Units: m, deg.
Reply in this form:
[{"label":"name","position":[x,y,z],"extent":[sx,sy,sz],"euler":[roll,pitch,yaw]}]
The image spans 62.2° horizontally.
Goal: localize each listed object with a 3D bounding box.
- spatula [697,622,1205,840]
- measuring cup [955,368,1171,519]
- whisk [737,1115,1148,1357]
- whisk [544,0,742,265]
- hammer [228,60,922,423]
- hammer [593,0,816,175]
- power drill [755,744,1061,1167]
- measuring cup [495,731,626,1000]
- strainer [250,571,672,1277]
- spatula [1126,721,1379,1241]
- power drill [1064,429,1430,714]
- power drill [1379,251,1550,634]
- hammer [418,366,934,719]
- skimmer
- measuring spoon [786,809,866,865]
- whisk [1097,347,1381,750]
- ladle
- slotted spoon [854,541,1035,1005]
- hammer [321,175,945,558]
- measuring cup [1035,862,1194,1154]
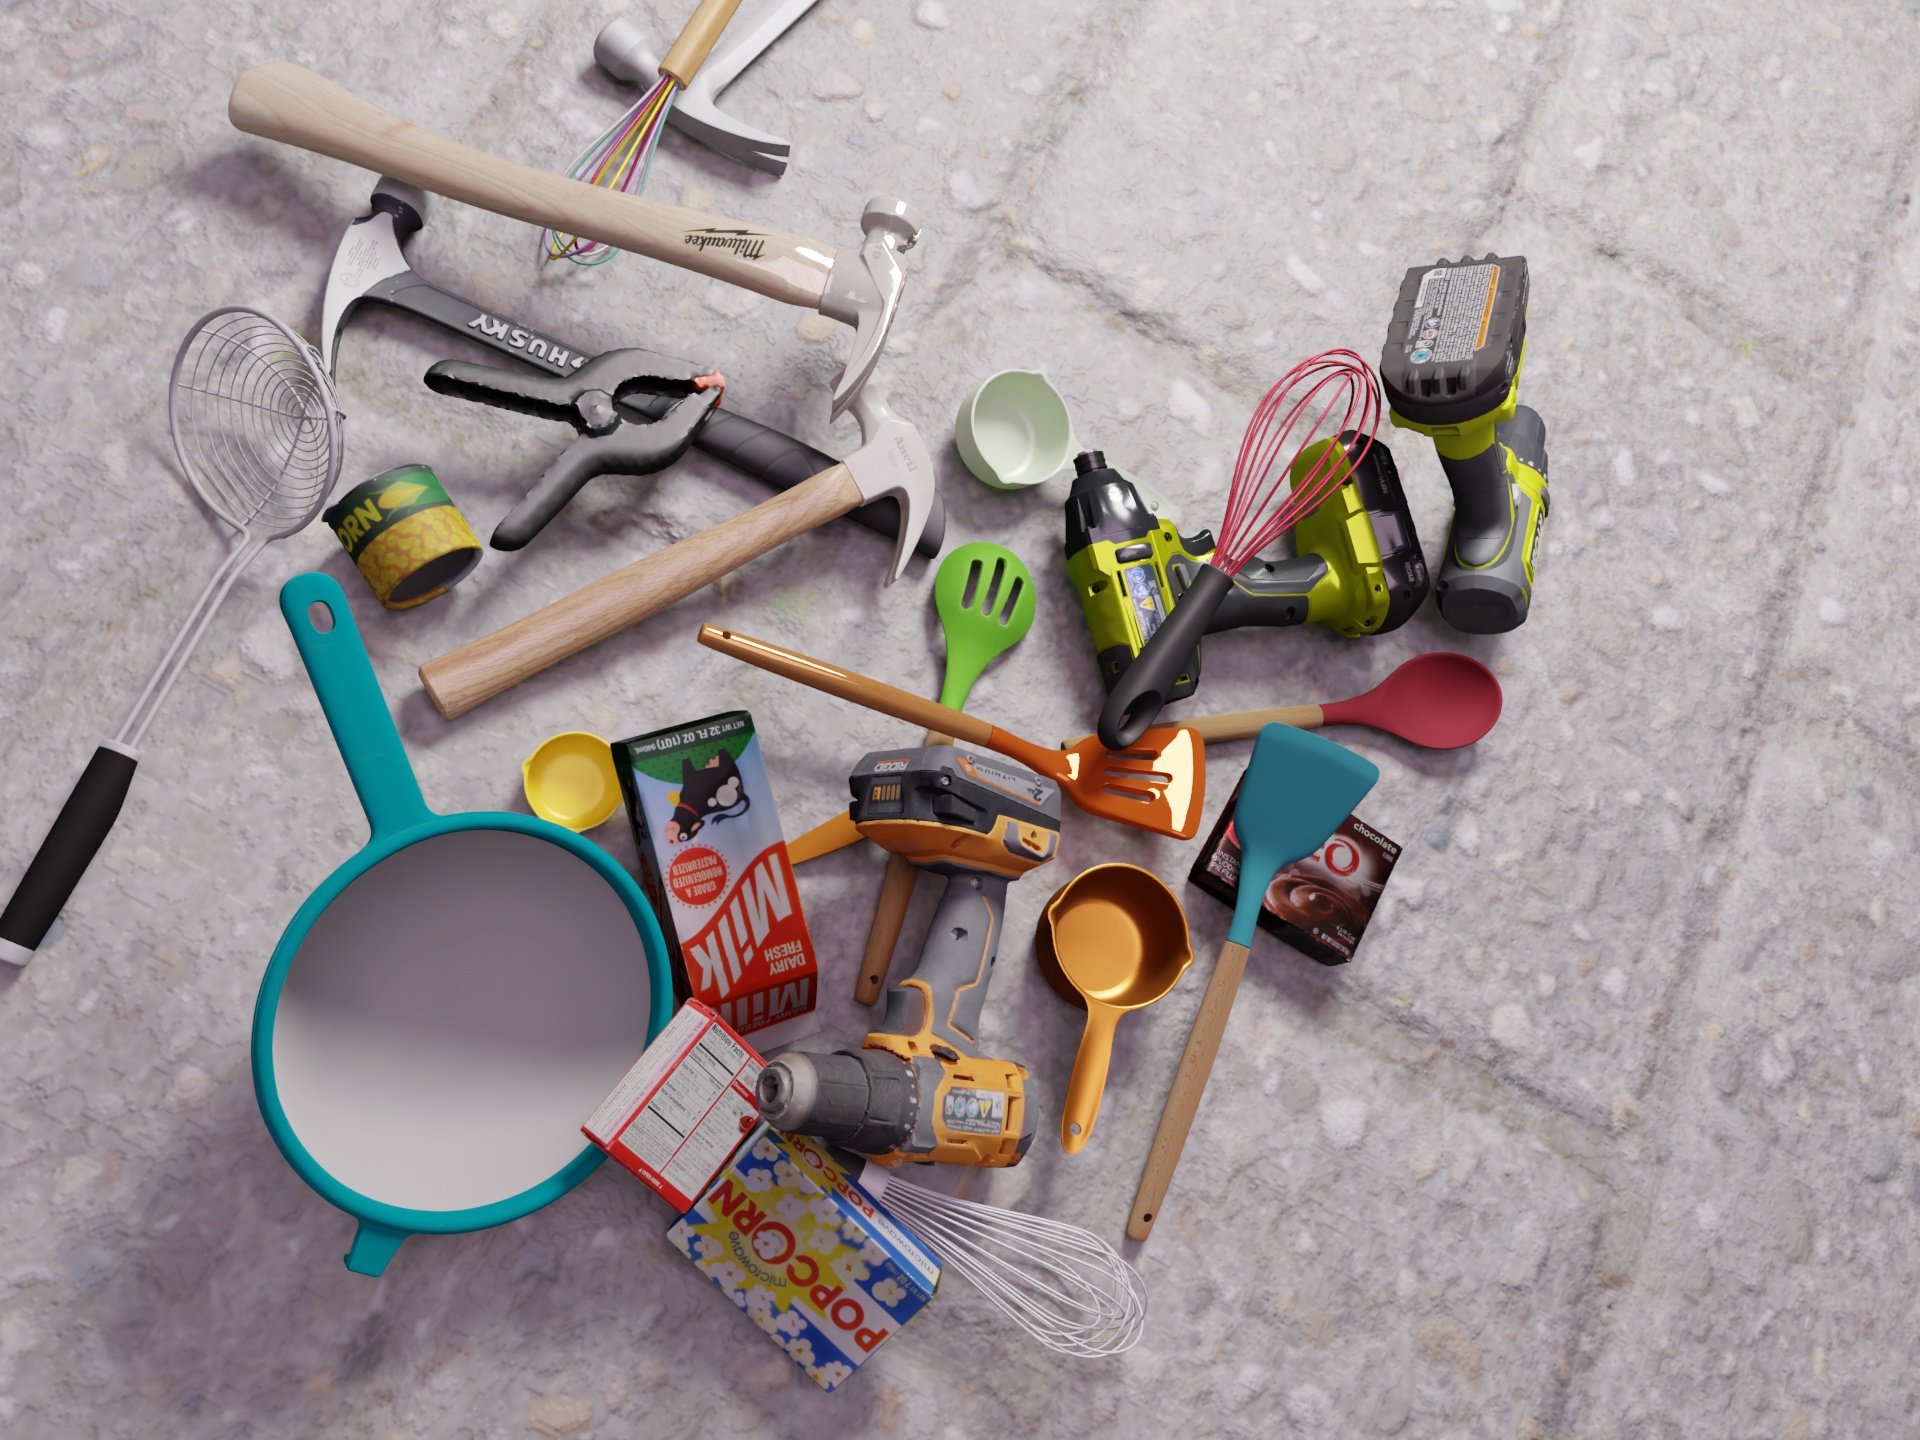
[{"label":"spatula","position":[-0.002,-0.003,0.959],"extent":[0.322,0.041,0.081],"euler":[20,57,-16]},{"label":"measuring cup","position":[0.069,-0.172,1.068],"extent":[0.167,0.038,0.083],"euler":[26,75,-26]},{"label":"whisk","position":[-0.022,0.275,0.895],"extent":[0.284,0.070,0.070],"euler":[28,68,-1]},{"label":"whisk","position":[-0.194,-0.394,1.022],"extent":[0.051,0.047,0.245],"euler":[30,81,-3]},{"label":"hammer","position":[-0.237,-0.302,0.957],"extent":[0.410,0.038,0.146],"euler":[17,72,-2]},{"label":"hammer","position":[-0.073,-0.545,1.133],"extent":[0.144,0.035,0.405],"euler":[39,68,-2]},{"label":"power drill","position":[-0.026,0.130,0.881],"extent":[0.185,0.084,0.226],"euler":[19,72,-44]},{"label":"measuring cup","position":[-0.236,0.082,0.909],"extent":[0.062,0.029,0.156],"euler":[18,82,-15]},{"label":"strainer","position":[-0.282,0.090,0.813],"extent":[0.211,0.095,0.340],"euler":[-25,105,-32]},{"label":"spatula","position":[0.161,0.160,0.956],"extent":[0.082,0.044,0.317],"euler":[23,81,-12]},{"label":"power drill","position":[0.182,-0.111,1.049],"extent":[0.223,0.080,0.171],"euler":[-14,85,-17]},{"label":"power drill","position":[0.352,-0.197,1.071],"extent":[0.080,0.228,0.191],"euler":[2,55,30]},{"label":"hammer","position":[-0.163,-0.090,0.953],"extent":[0.331,0.031,0.130],"euler":[-29,92,-15]},{"label":"skimmer","position":[-0.440,-0.050,0.850],"extent":[0.127,0.090,0.363],"euler":[13,70,22]},{"label":"measuring spoon","position":[-0.074,0.066,0.950],"extent":[0.117,0.011,0.021],"euler":[-24,74,-9]},{"label":"whisk","position":[0.169,-0.106,0.982],"extent":[0.073,0.073,0.296],"euler":[34,83,-4]},{"label":"ladle","position":[0.216,0.001,1.058],"extent":[0.315,0.031,0.069],"euler":[-7,73,-16]},{"label":"slotted spoon","position":[-0.014,0.024,0.985],"extent":[0.070,0.031,0.314],"euler":[21,71,-12]},{"label":"hammer","position":[-0.196,-0.197,0.994],"extent":[0.409,0.036,0.149],"euler":[23,70,-9]},{"label":"measuring cup","position":[0.079,0.173,0.954],"extent":[0.095,0.052,0.174],"euler":[19,72,-10]}]
